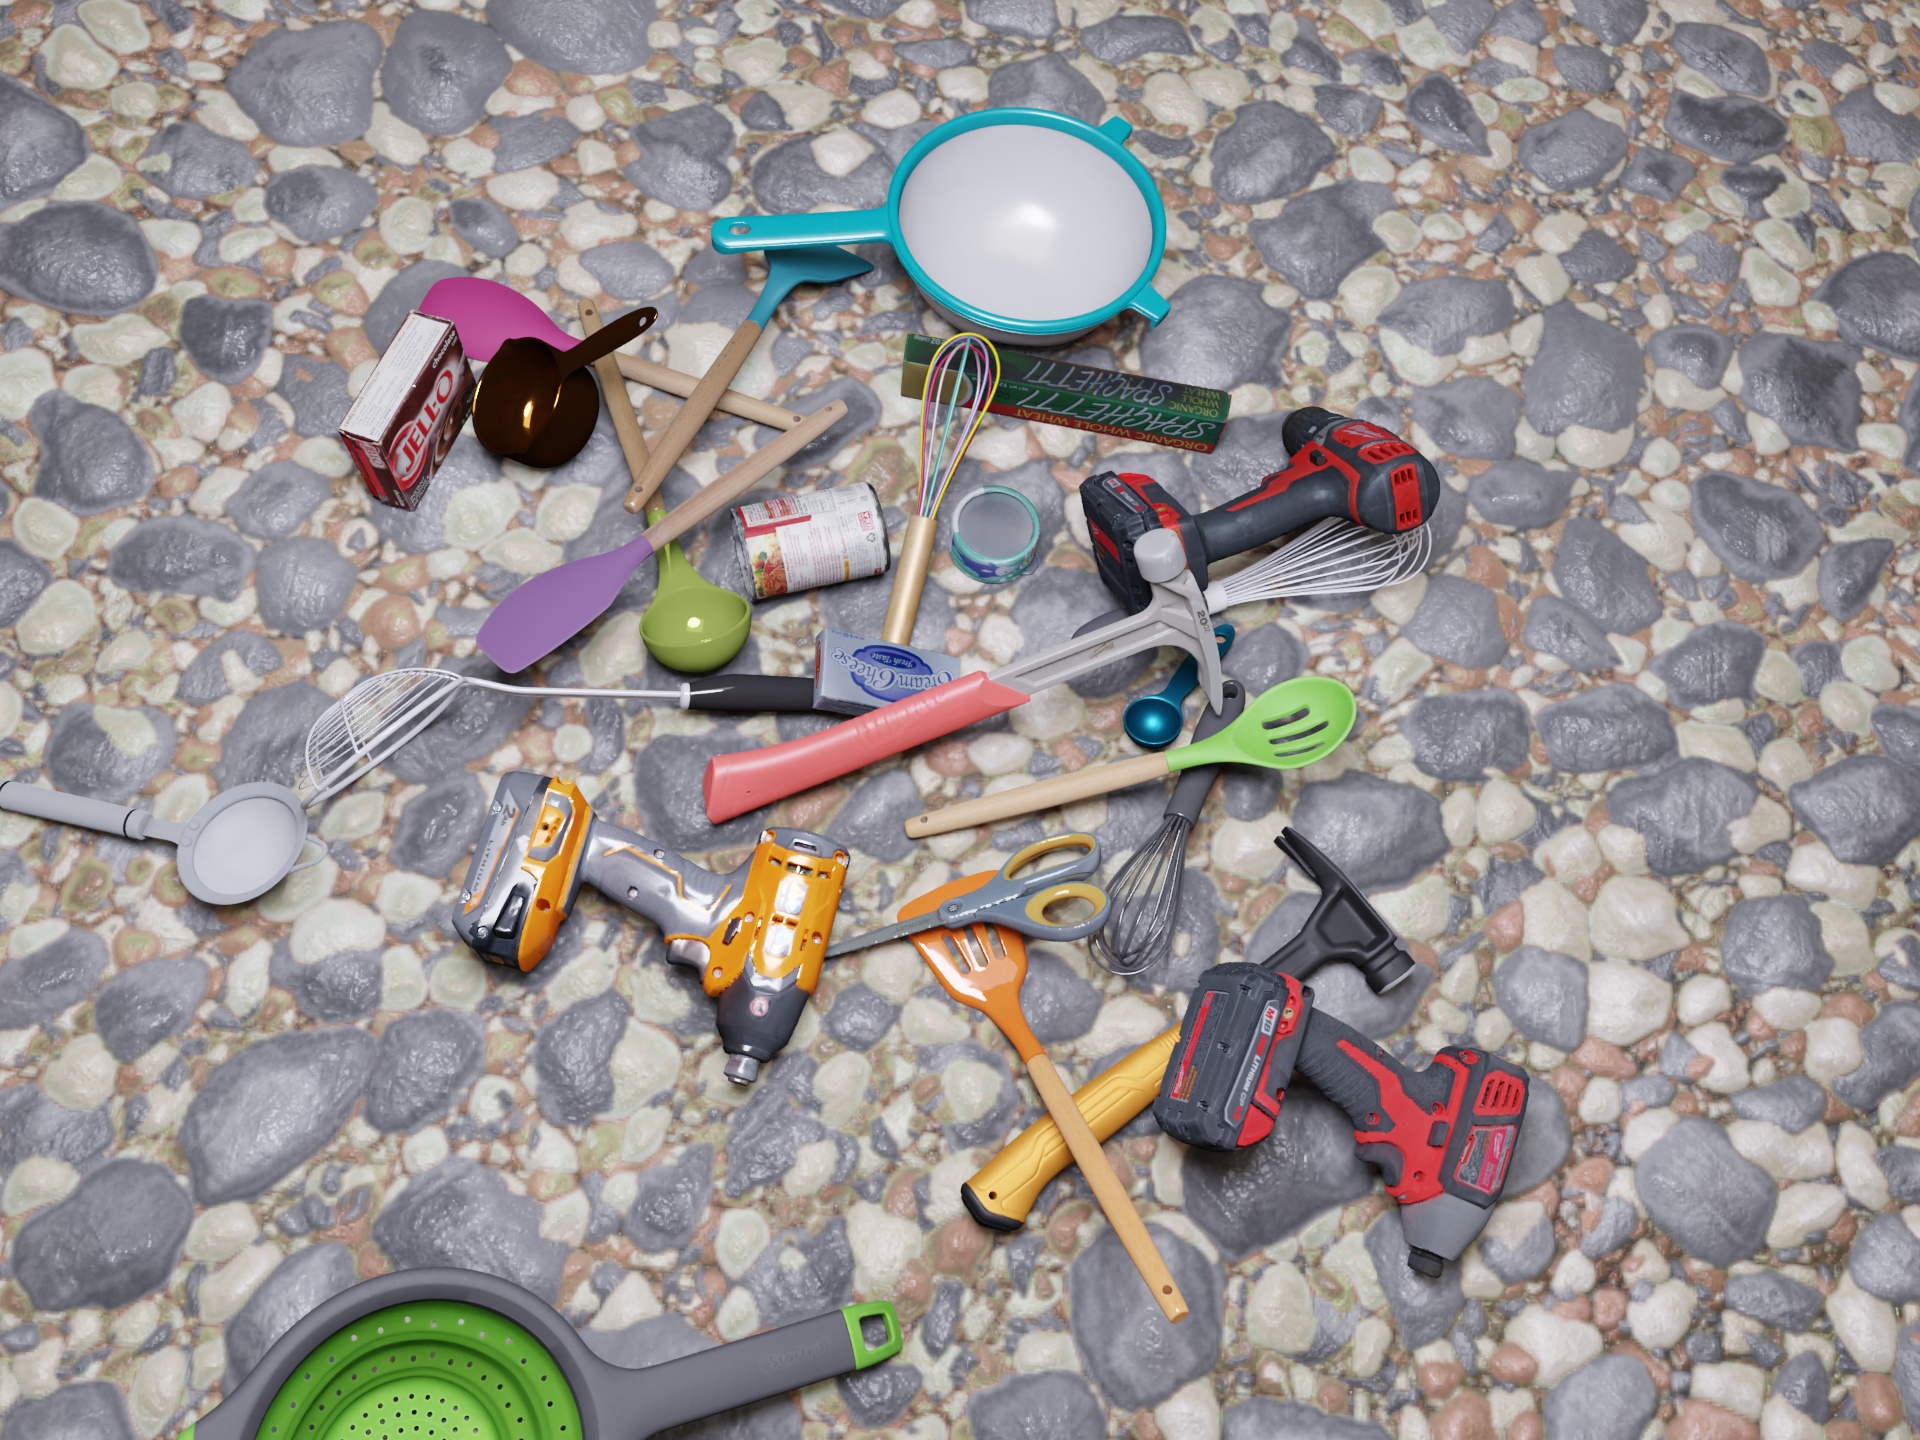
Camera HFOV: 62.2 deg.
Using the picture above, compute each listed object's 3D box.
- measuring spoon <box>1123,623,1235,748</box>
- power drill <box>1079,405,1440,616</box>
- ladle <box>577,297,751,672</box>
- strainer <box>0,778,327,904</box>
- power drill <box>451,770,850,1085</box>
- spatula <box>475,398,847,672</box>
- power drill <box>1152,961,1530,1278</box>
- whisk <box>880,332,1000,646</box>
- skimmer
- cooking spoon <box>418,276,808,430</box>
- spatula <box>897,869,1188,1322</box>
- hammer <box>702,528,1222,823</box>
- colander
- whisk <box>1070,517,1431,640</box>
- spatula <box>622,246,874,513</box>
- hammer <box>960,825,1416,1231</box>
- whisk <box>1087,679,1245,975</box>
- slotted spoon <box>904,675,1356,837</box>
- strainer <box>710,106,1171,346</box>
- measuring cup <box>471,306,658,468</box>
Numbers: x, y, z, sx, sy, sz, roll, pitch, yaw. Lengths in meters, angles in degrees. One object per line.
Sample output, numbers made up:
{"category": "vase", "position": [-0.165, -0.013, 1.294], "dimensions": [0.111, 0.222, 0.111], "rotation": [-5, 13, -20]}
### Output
{"category": "measuring spoon", "position": [0.161, -0.023, 1.143], "dimensions": [0.042, 0.021, 0.129], "rotation": [29, 59, 22]}
{"category": "power drill", "position": [0.205, -0.163, 1.142], "dimensions": [0.226, 0.080, 0.188], "rotation": [-19, 28, -4]}
{"category": "ladle", "position": [-0.226, -0.176, 1.139], "dimensions": [0.078, 0.062, 0.320], "rotation": [-17, 72, -14]}
{"category": "strainer", "position": [-0.524, 0.069, 1.032], "dimensions": [0.258, 0.050, 0.087], "rotation": [12, 62, 6]}
{"category": "power drill", "position": [-0.198, 0.131, 1.014], "dimensions": [0.226, 0.084, 0.164], "rotation": [15, 69, -3]}
{"category": "spatula", "position": [-0.198, -0.137, 1.094], "dimensions": [0.060, 0.018, 0.316], "rotation": [39, 64, 24]}
{"category": "power drill", "position": [0.241, 0.247, 0.988], "dimensions": [0.219, 0.078, 0.143], "rotation": [24, 77, -10]}
{"category": "whisk", "position": [-0.018, -0.165, 1.143], "dimensions": [0.047, 0.051, 0.245], "rotation": [15, 83, -17]}
{"category": "skimmer", "position": [-0.245, 0.012, 1.060], "dimensions": [0.363, 0.127, 0.090], "rotation": [0, 85, -17]}
{"category": "cooking spoon", "position": [-0.259, -0.271, 1.203], "dimensions": [0.319, 0.017, 0.069], "rotation": [19, 69, 4]}
{"category": "spatula", "position": [0.056, 0.224, 0.982], "dimensions": [0.081, 0.041, 0.323], "rotation": [-21, 46, -13]}
{"category": "hammer", "position": [-0.002, -0.003, 1.072], "dimensions": [0.359, 0.149, 0.037], "rotation": [-22, 39, 2]}
{"category": "colander", "position": [-0.226, 0.403, 0.906], "dimensions": [0.397, 0.094, 0.205], "rotation": [-7, 67, -27]}
{"category": "whisk", "position": [0.212, -0.101, 1.158], "dimensions": [0.284, 0.070, 0.070], "rotation": [-19, 71, -7]}
{"category": "spatula", "position": [-0.164, -0.265, 1.177], "dimensions": [0.082, 0.044, 0.318], "rotation": [25, 62, 4]}
{"category": "hammer", "position": [0.135, 0.208, 1.034], "dimensions": [0.337, 0.034, 0.127], "rotation": [-34, 75, -17]}
{"category": "whisk", "position": [0.147, 0.068, 1.089], "dimensions": [0.055, 0.055, 0.239], "rotation": [25, 63, 5]}
{"category": "slotted spoon", "position": [0.114, 0.034, 1.079], "dimensions": [0.314, 0.031, 0.070], "rotation": [-15, 51, 3]}
{"category": "strainer", "position": [-0.017, -0.355, 1.217], "dimensions": [0.340, 0.095, 0.211], "rotation": [-5, 67, -6]}
{"category": "measuring cup", "position": [-0.268, -0.241, 1.131], "dimensions": [0.173, 0.052, 0.095], "rotation": [-23, 68, 23]}
